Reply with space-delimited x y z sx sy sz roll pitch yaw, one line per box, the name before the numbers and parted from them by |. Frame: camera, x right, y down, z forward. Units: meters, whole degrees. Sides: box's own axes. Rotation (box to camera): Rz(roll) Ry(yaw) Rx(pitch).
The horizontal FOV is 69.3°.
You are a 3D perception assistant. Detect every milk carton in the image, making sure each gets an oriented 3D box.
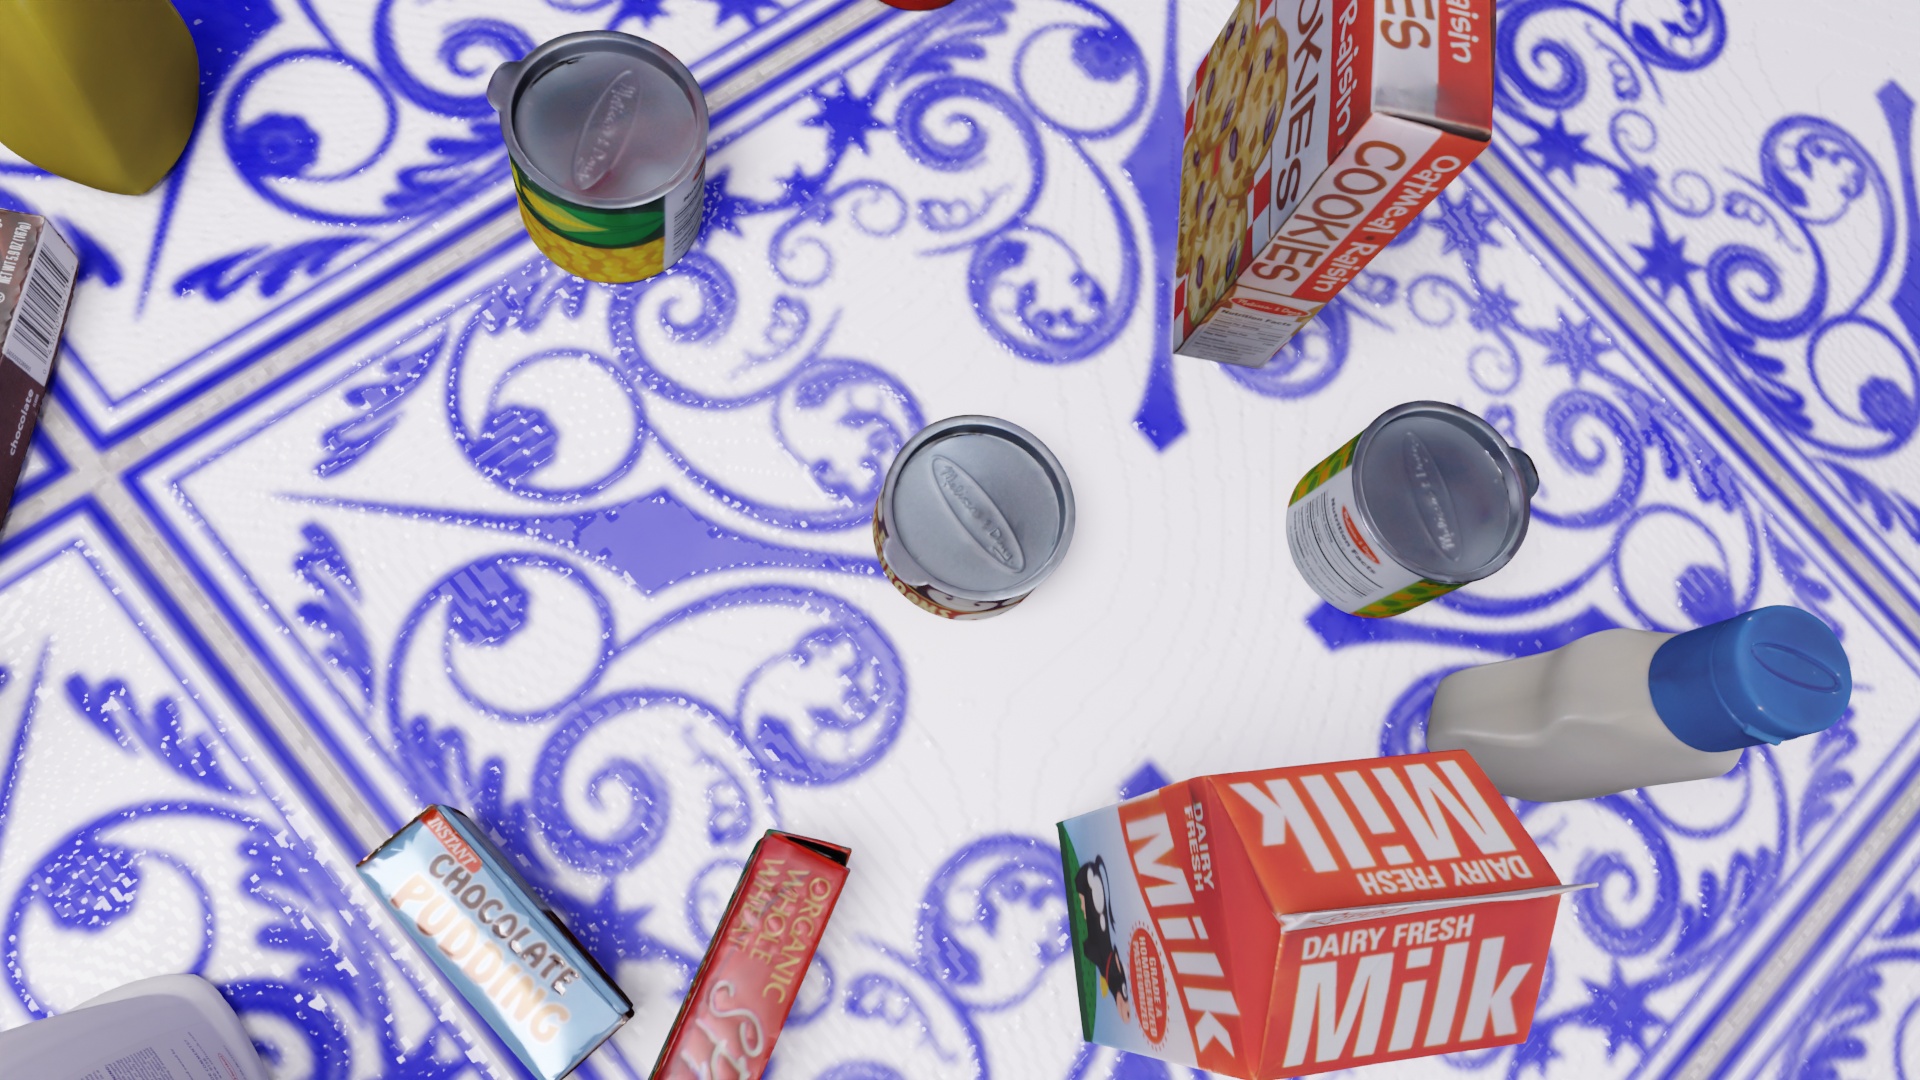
milk carton | 0.087 0.102 0.381 0.072 0.190 0.073 -3 75 -13

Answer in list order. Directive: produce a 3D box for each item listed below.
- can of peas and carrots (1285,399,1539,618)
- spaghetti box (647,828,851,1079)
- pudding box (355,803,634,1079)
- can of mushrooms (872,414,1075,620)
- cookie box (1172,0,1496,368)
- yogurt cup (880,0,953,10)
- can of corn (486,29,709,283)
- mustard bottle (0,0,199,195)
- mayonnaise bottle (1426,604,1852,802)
can of peas and carrots | 0.161 -0.010 0.501 0.071 0.058 0.071 3 73 -11
spaghetti box | -0.094 0.200 0.388 0.029 0.050 0.251 25 70 -4
pudding box | -0.133 0.117 0.405 0.030 0.049 0.084 -42 86 -19
can of mushrooms | 0.002 -0.006 0.479 0.071 0.033 0.071 3 73 -11
cookie box | 0.122 -0.149 0.476 0.040 0.167 0.123 9 72 -9
yogurt cup | -0.016 -0.244 0.536 0.072 0.053 0.072 3 73 -11
can of corn | -0.123 -0.131 0.477 0.071 0.058 0.071 3 73 -11
mustard bottle | -0.271 -0.162 0.402 0.049 0.159 0.065 17 71 -7
mayonnaise bottle | 0.212 0.054 0.444 0.065 0.147 0.041 22 71 -5
